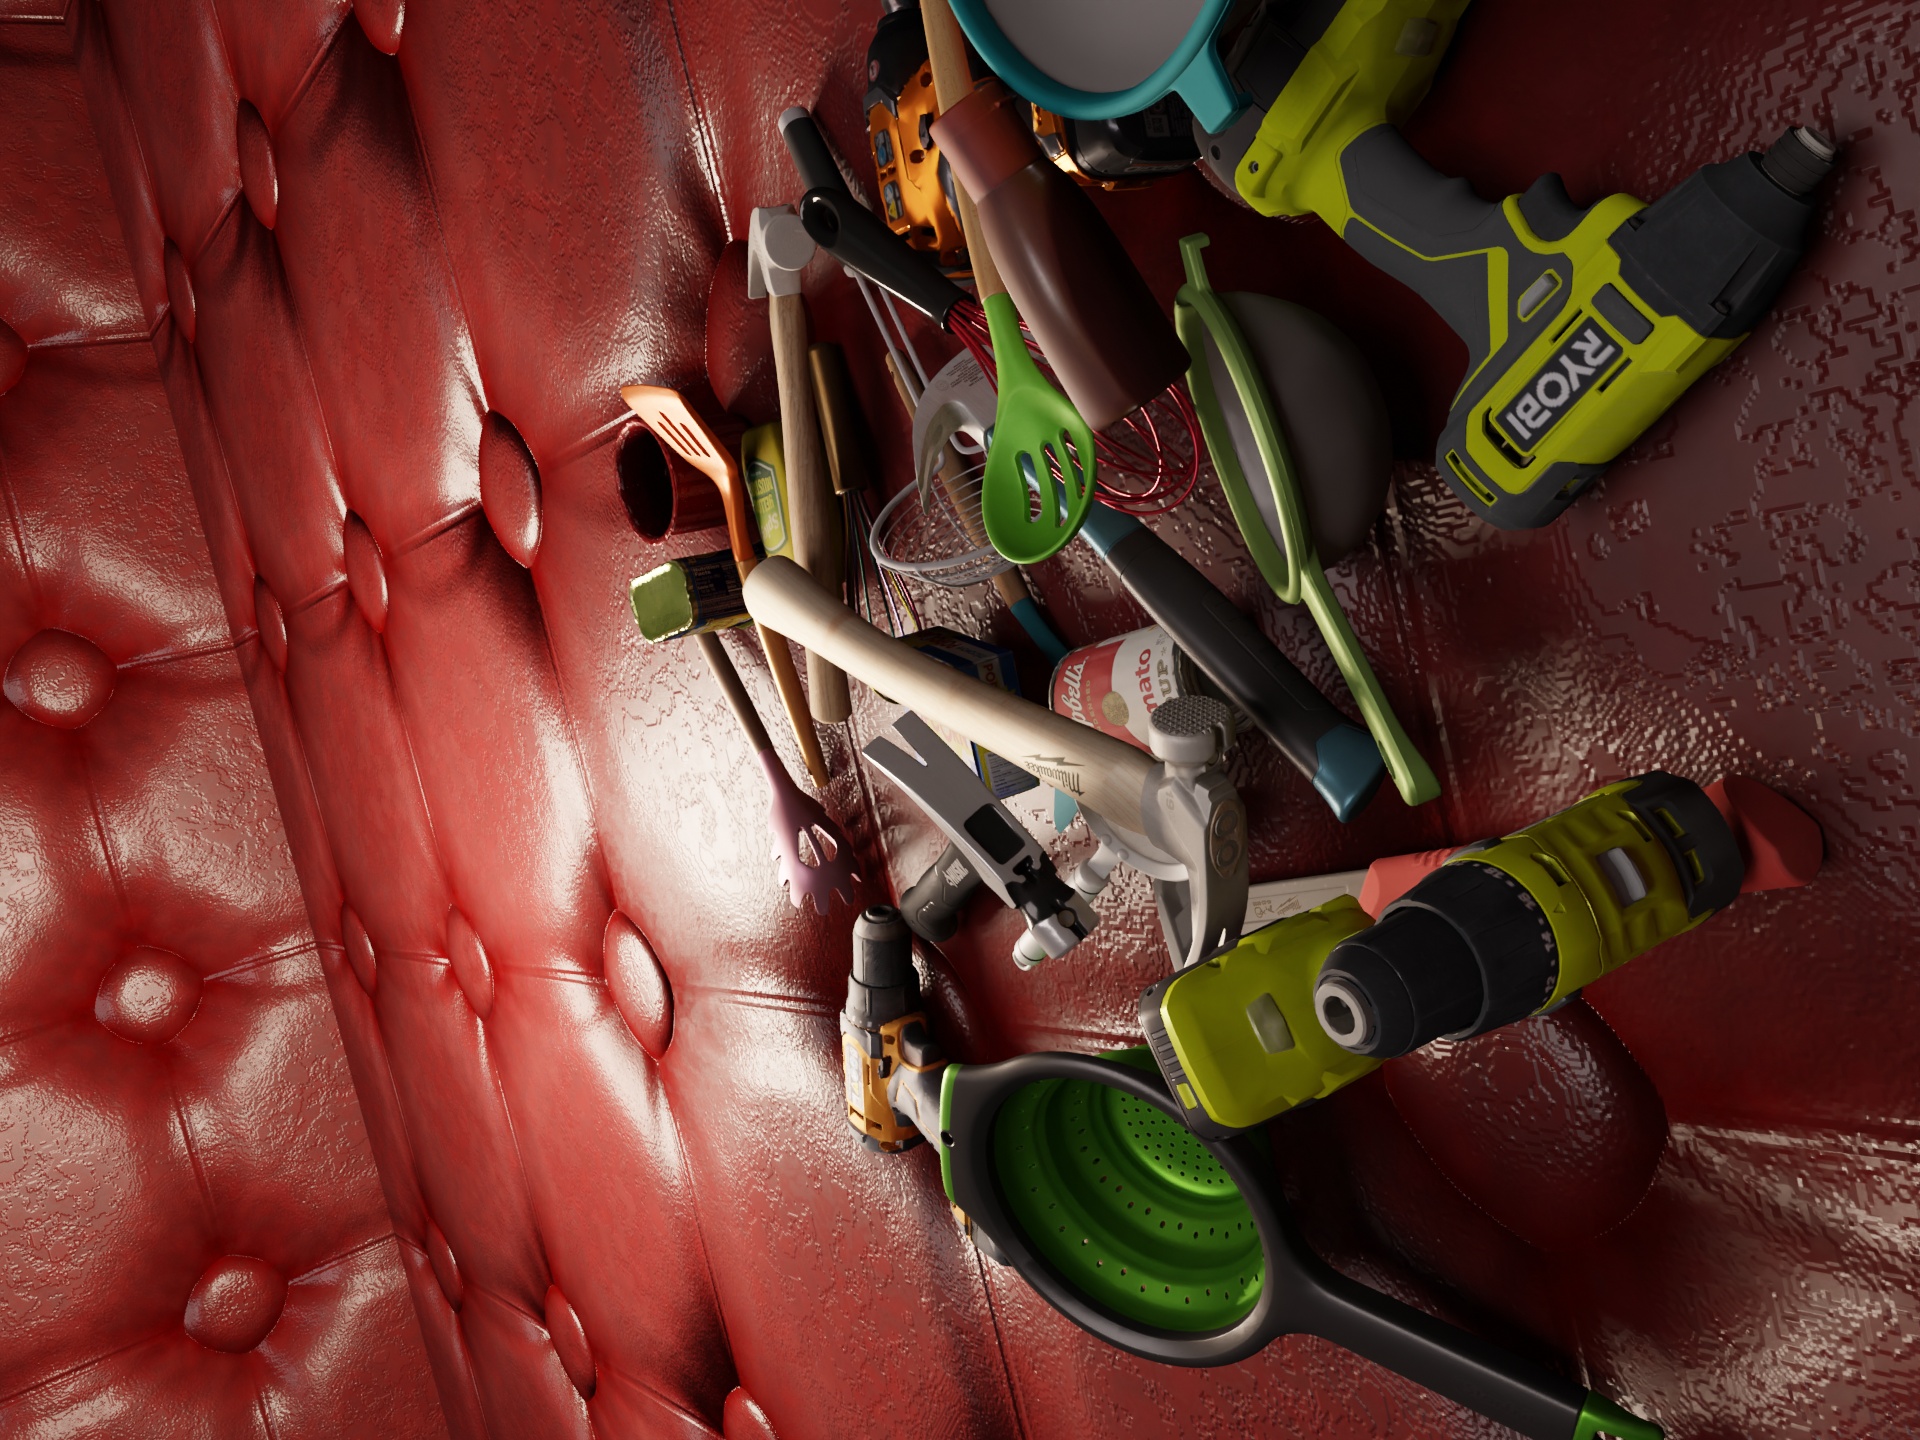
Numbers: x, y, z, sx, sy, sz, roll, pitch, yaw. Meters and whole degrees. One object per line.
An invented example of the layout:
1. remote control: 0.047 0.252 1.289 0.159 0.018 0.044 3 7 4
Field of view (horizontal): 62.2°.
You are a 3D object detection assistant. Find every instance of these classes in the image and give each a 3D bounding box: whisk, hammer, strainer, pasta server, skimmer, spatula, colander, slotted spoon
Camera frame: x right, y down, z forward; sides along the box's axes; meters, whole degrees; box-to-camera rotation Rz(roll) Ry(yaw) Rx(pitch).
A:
1. whisk: -0.064 -0.129 1.046 0.051 0.047 0.245 138 119 -82
2. hammer: 0.092 -0.079 0.788 0.331 0.128 0.033 50 167 28
3. strainer: 0.076 0.080 0.881 0.087 0.050 0.258 43 143 9
4. hammer: 0.223 0.089 0.749 0.359 0.036 0.149 -18 89 55
5. strainer: 0.168 -0.087 0.686 0.151 0.069 0.257 61 -172 -66
6. hammer: -0.008 0.090 0.946 0.146 0.035 0.334 49 166 5
7. pasta server: -0.159 0.009 1.221 0.316 0.060 0.040 59 161 29
8. hammer: -0.001 -0.003 0.873 0.411 0.038 0.146 29 136 47
9. skimmer: -0.042 -0.235 0.929 0.363 0.127 0.090 66 -174 18
10. hammer: -0.100 -0.156 1.013 0.130 0.031 0.331 -122 26 -65
11. strainer: 0.037 -0.379 0.660 0.341 0.095 0.210 38 141 44
12. whisk: 0.013 -0.198 0.810 0.296 0.073 0.073 42 134 27
13. spatula: 0.016 -0.089 0.949 0.318 0.044 0.082 64 164 16
14. colander: 0.176 0.273 0.856 0.397 0.094 0.204 18 124 29
15. slotted spoon: 0.015 -0.223 0.752 0.070 0.031 0.314 -20 76 41
16. spatula: -0.151 -0.088 1.115 0.081 0.041 0.322 15 130 49

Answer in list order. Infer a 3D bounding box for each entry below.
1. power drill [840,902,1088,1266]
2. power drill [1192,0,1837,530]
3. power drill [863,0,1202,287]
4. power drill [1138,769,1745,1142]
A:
1. power drill: -0.009 0.241 1.086 0.226 0.084 0.185 24 121 52
2. power drill: 0.208 -0.210 0.622 0.223 0.080 0.171 55 136 19
3. power drill: 0.025 -0.326 0.816 0.226 0.084 0.164 -3 100 57
4. power drill: 0.170 0.103 0.638 0.080 0.190 0.228 65 148 12
